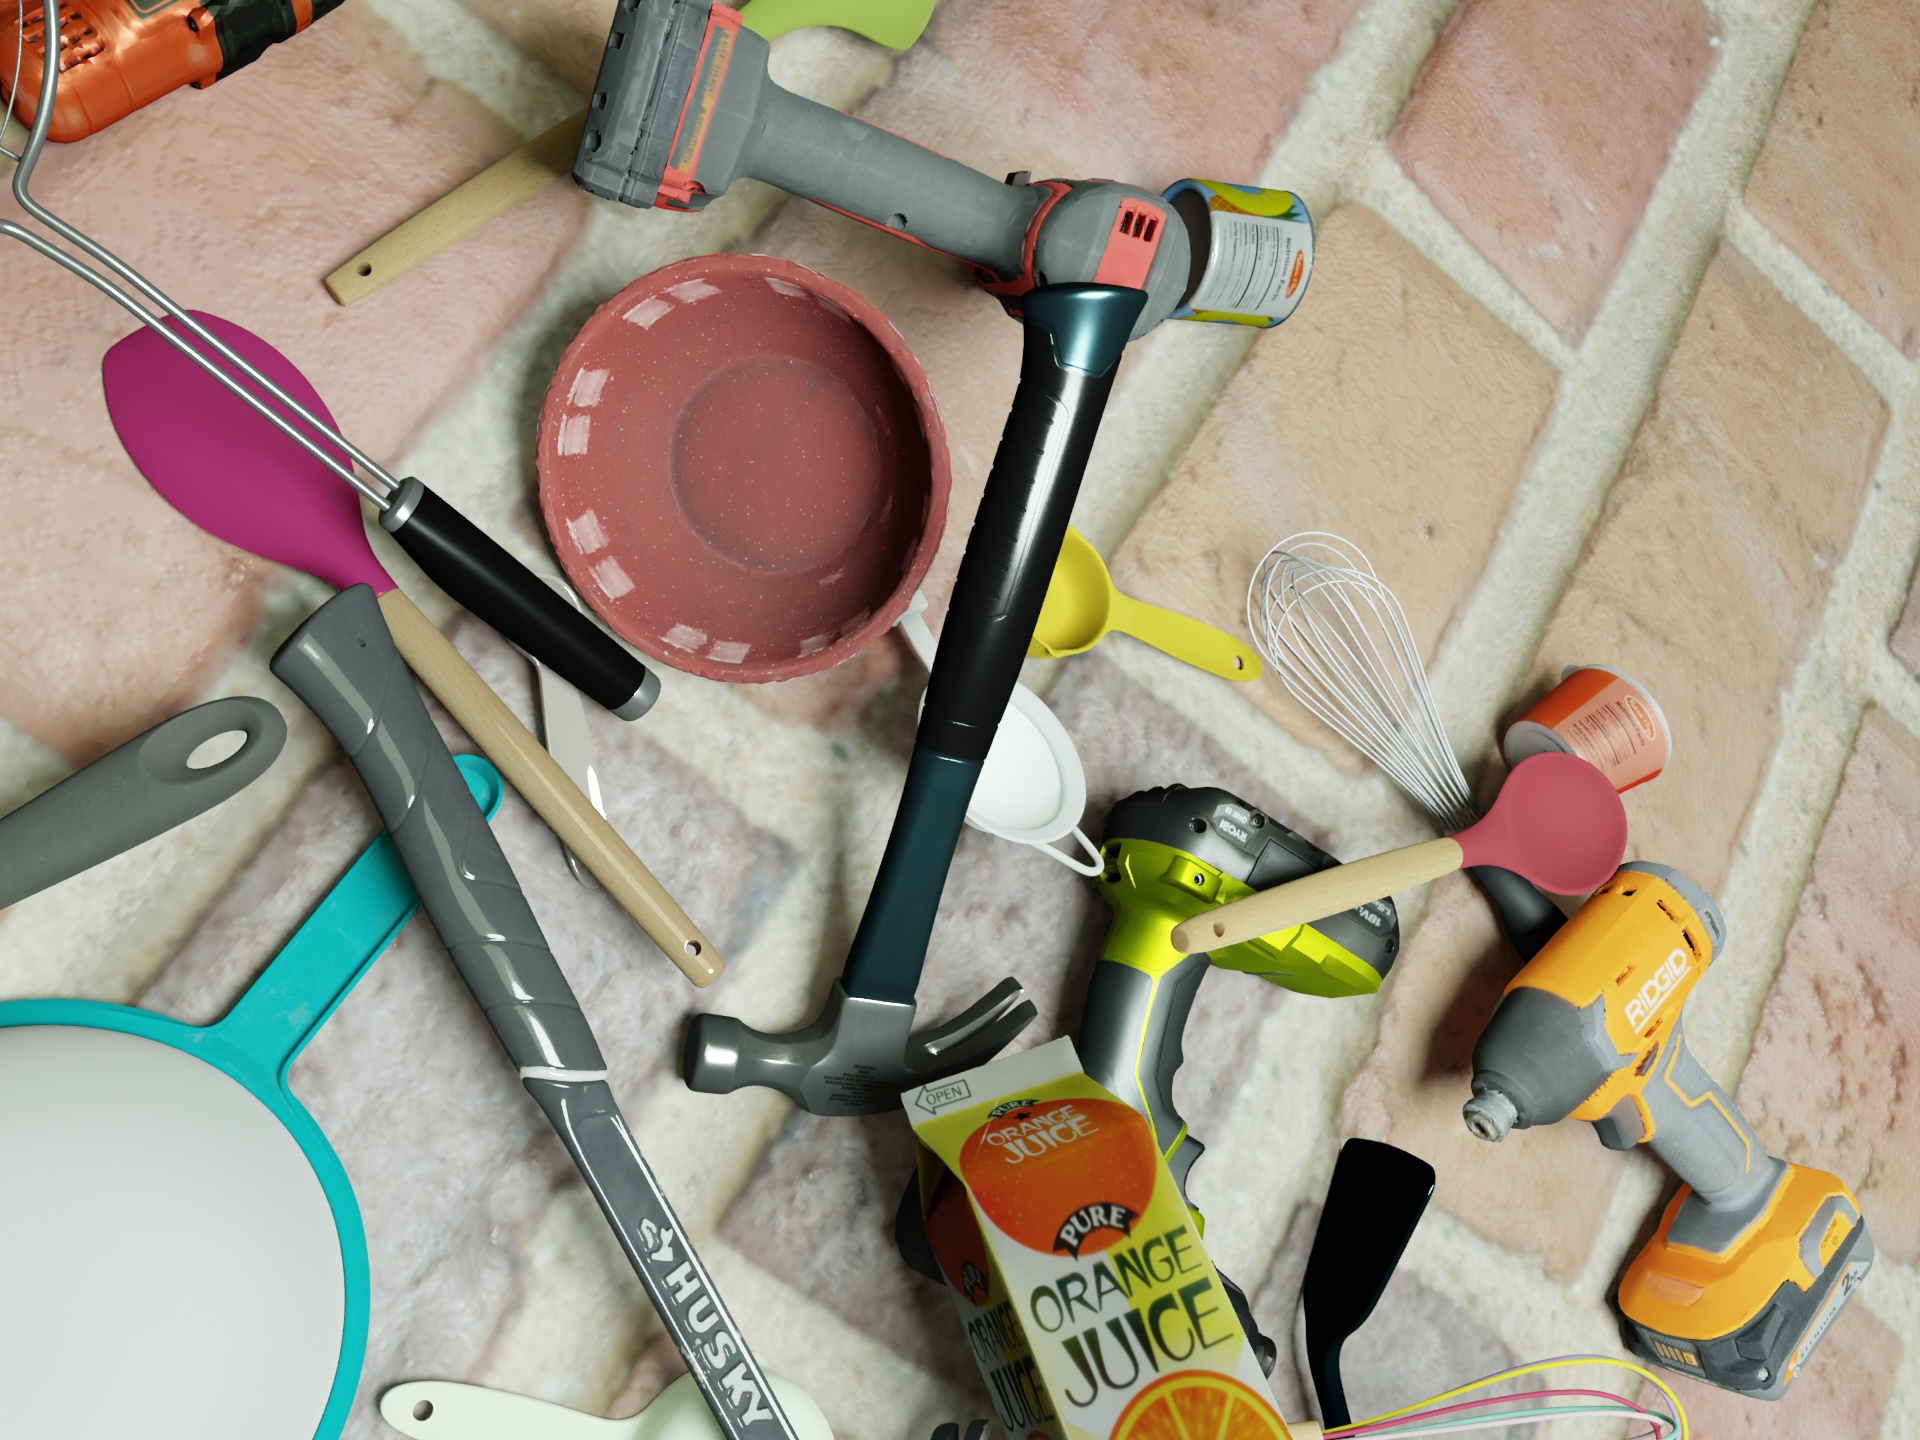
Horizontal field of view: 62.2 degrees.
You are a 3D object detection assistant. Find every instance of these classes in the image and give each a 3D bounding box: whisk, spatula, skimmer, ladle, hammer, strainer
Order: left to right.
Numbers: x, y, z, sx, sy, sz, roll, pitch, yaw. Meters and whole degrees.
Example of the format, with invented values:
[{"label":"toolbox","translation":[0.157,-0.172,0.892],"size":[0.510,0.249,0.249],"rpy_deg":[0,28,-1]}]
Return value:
[{"label":"whisk","translation":[-0.340,0.072,0.470],"size":[0.296,0.073,0.073],"rpy_deg":[-33,94,-21]},{"label":"strainer","translation":[-0.247,0.137,0.494],"size":[0.211,0.095,0.340],"rpy_deg":[40,64,-13]},{"label":"skimmer","translation":[-0.206,-0.115,0.497],"size":[0.362,0.090,0.127],"rpy_deg":[44,44,-36]},{"label":"hammer","translation":[-0.122,0.137,0.547],"size":[0.149,0.036,0.409],"rpy_deg":[-27,88,-49]},{"label":"ladle","translation":[-0.132,-0.262,0.675],"size":[0.320,0.062,0.078],"rpy_deg":[-41,100,-20]},{"label":"strainer","translation":[-0.020,-0.041,0.675],"size":[0.087,0.050,0.258],"rpy_deg":[-24,84,-49]},{"label":"hammer","translation":[-0.001,-0.002,0.592],"size":[0.128,0.033,0.331],"rpy_deg":[12,104,-20]},{"label":"spatula","translation":[0.177,0.345,0.679],"size":[0.044,0.082,0.317],"rpy_deg":[-2,85,-14]},{"label":"whisk","translation":[0.167,0.293,0.635],"size":[0.245,0.051,0.047],"rpy_deg":[-7,96,3]},{"label":"ladle","translation":[0.195,0.062,0.677],"size":[0.315,0.031,0.069],"rpy_deg":[-8,77,-42]},{"label":"whisk","translation":[0.231,0.028,0.772],"size":[0.070,0.070,0.284],"rpy_deg":[-44,104,-26]}]

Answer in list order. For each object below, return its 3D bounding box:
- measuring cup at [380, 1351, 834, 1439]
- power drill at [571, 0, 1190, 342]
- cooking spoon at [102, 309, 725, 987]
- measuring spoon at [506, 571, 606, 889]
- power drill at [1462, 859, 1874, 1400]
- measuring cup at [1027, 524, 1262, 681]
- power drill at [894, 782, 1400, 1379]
[{"label":"measuring cup","translation":[-0.119,0.260,0.561],"size":[0.167,0.038,0.083],"rpy_deg":[23,70,-22]},{"label":"power drill","translation":[-0.033,-0.213,0.637],"size":[0.226,0.188,0.080],"rpy_deg":[16,103,-17]},{"label":"cooking spoon","translation":[-0.195,-0.025,0.584],"size":[0.069,0.017,0.319],"rpy_deg":[-41,91,-26]},{"label":"measuring spoon","translation":[-0.157,0.005,0.615],"size":[0.034,0.018,0.124],"rpy_deg":[-11,90,-47]},{"label":"power drill","translation":[0.326,0.203,0.749],"size":[0.164,0.084,0.226],"rpy_deg":[-37,103,-26]},{"label":"measuring cup","translation":[0.077,-0.042,0.734],"size":[0.156,0.029,0.062],"rpy_deg":[18,71,-33]},{"label":"power drill","translation":[0.092,0.155,0.667],"size":[0.171,0.080,0.223],"rpy_deg":[32,71,-16]}]
